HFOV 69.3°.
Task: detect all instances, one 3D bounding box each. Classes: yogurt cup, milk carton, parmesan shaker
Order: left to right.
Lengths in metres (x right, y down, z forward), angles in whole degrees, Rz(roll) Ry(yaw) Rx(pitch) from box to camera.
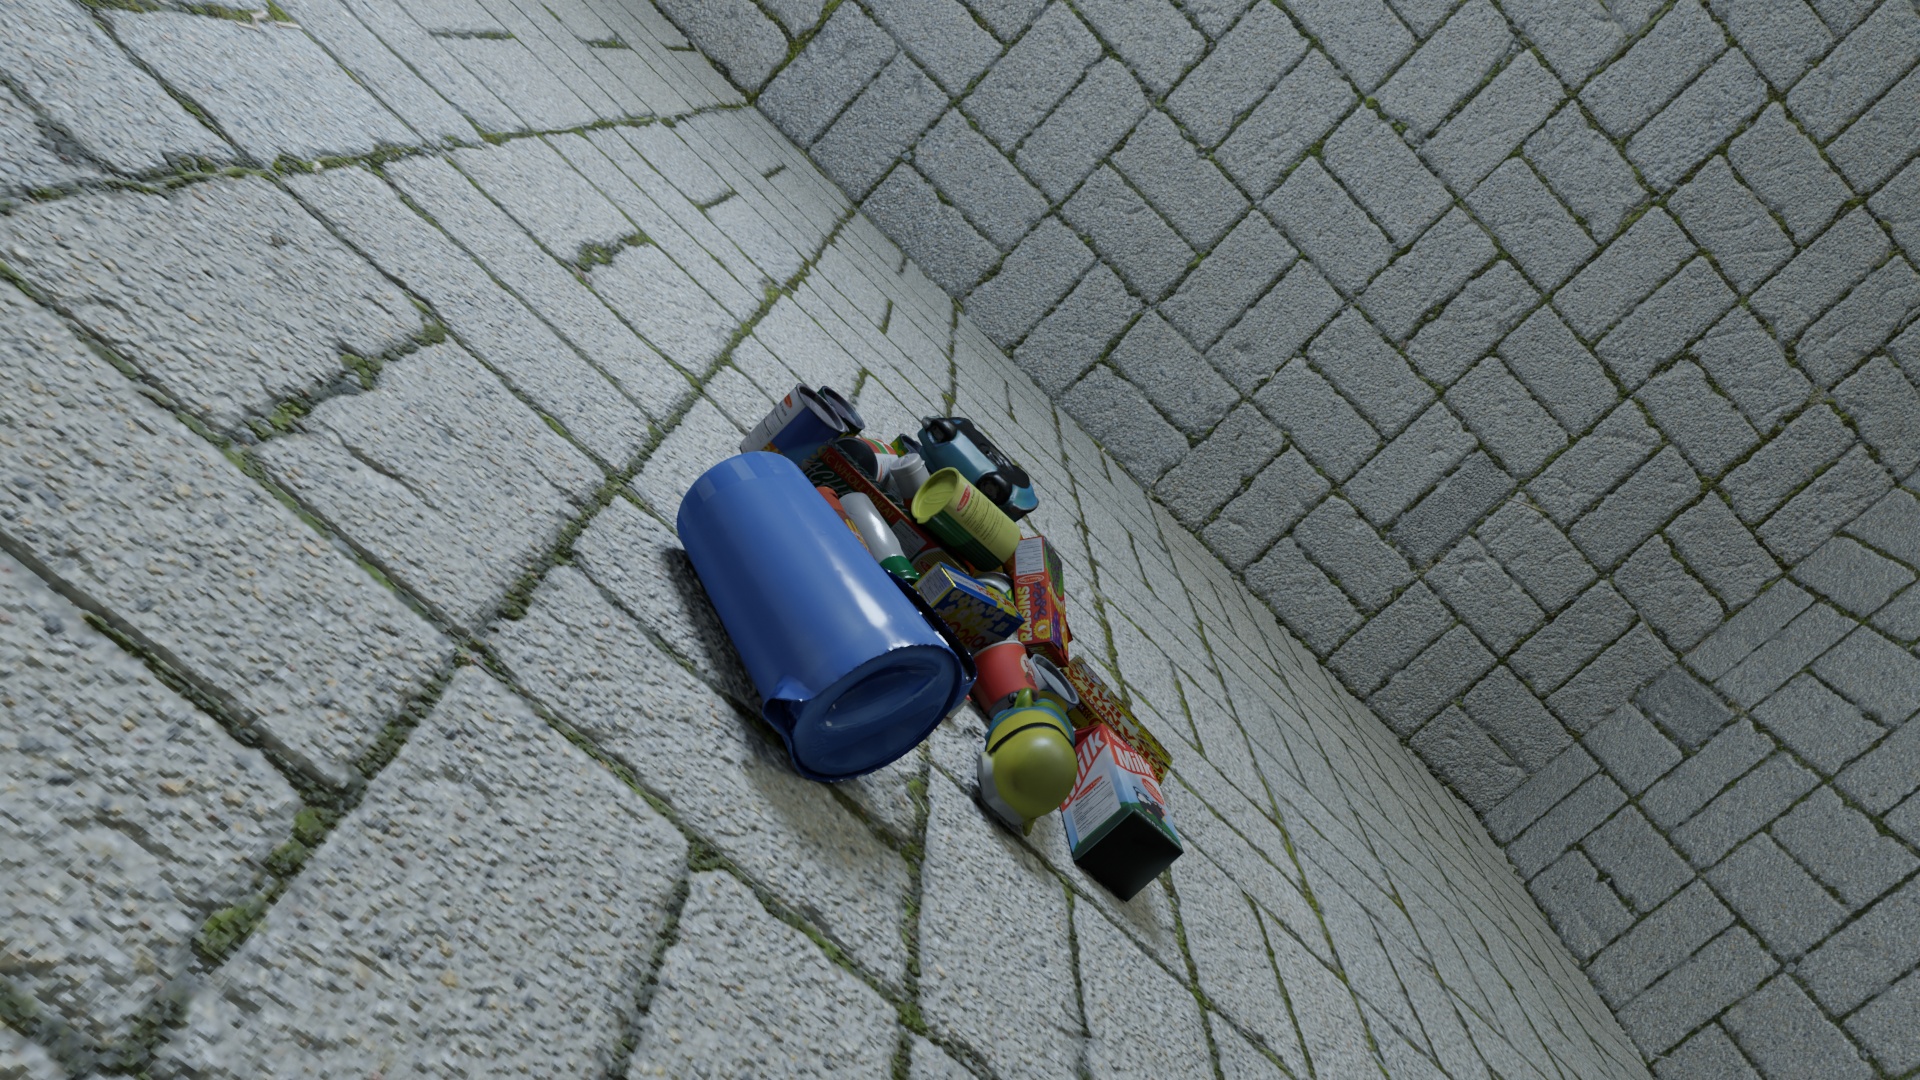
[{"bbox_3d":[0.005,-0.018,1.461,0.103,0.071,0.071,41,14,-32],"label":"parmesan shaker"},{"bbox_3d":[0.041,0.137,1.337,0.072,0.072,0.054,28,31,-54],"label":"yogurt cup"},{"bbox_3d":[0.142,0.242,1.310,0.072,0.073,0.191,41,14,-20],"label":"milk carton"}]

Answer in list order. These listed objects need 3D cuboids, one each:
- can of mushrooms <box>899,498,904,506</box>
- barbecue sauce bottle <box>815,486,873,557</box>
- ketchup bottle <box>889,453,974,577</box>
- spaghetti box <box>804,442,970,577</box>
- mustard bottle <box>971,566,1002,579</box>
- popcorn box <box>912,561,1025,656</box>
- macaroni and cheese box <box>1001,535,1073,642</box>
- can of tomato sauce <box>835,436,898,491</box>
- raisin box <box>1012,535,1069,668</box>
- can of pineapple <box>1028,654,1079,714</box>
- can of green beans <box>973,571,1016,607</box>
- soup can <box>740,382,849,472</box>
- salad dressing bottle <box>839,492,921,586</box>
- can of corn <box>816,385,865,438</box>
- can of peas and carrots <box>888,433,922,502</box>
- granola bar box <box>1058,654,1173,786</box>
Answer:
[{"bbox_3d":[-0.047,-0.020,1.590,0.071,0.033,0.071,42,14,-13],"label":"can of mushrooms"},{"bbox_3d":[-0.111,0.007,1.294,0.064,0.043,0.149,42,12,-44],"label":"barbecue sauce bottle"},{"bbox_3d":[-0.031,-0.023,1.510,0.065,0.043,0.148,-81,149,-65],"label":"ketchup bottle"},{"bbox_3d":[-0.094,-0.033,1.448,0.250,0.050,0.029,43,11,-11],"label":"spaghetti box"},{"bbox_3d":[-0.009,-0.012,1.645,0.065,0.049,0.161,36,16,-54],"label":"mustard bottle"},{"bbox_3d":[-0.008,0.076,1.316,0.126,0.085,0.038,28,21,-52],"label":"popcorn box"},{"bbox_3d":[0.076,0.039,1.688,0.123,0.040,0.167,63,-1,-41],"label":"macaroni and cheese box"},{"bbox_3d":[-0.110,-0.080,1.505,0.071,0.071,0.083,48,13,8],"label":"can of tomato sauce"},{"bbox_3d":[0.087,0.068,1.495,0.086,0.040,0.124,53,31,-62],"label":"raisin box"},{"bbox_3d":[0.077,0.158,1.391,0.071,0.057,0.071,43,14,-13],"label":"can of pineapple"},{"bbox_3d":[0.030,0.070,1.488,0.071,0.071,0.058,47,14,4],"label":"can of green beans"},{"bbox_3d":[-0.163,-0.100,1.365,0.071,0.083,0.071,43,14,-13],"label":"soup can"},{"bbox_3d":[-0.080,0.009,1.346,0.148,0.044,0.064,52,-9,48],"label":"salad dressing bottle"},{"bbox_3d":[-0.150,-0.128,1.538,0.071,0.058,0.071,43,13,-13],"label":"can of corn"},{"bbox_3d":[-0.068,-0.086,1.661,0.071,0.058,0.071,43,13,-12],"label":"can of peas and carrots"},{"bbox_3d":[0.164,0.207,1.551,0.165,0.039,0.124,47,14,7],"label":"granola bar box"}]
